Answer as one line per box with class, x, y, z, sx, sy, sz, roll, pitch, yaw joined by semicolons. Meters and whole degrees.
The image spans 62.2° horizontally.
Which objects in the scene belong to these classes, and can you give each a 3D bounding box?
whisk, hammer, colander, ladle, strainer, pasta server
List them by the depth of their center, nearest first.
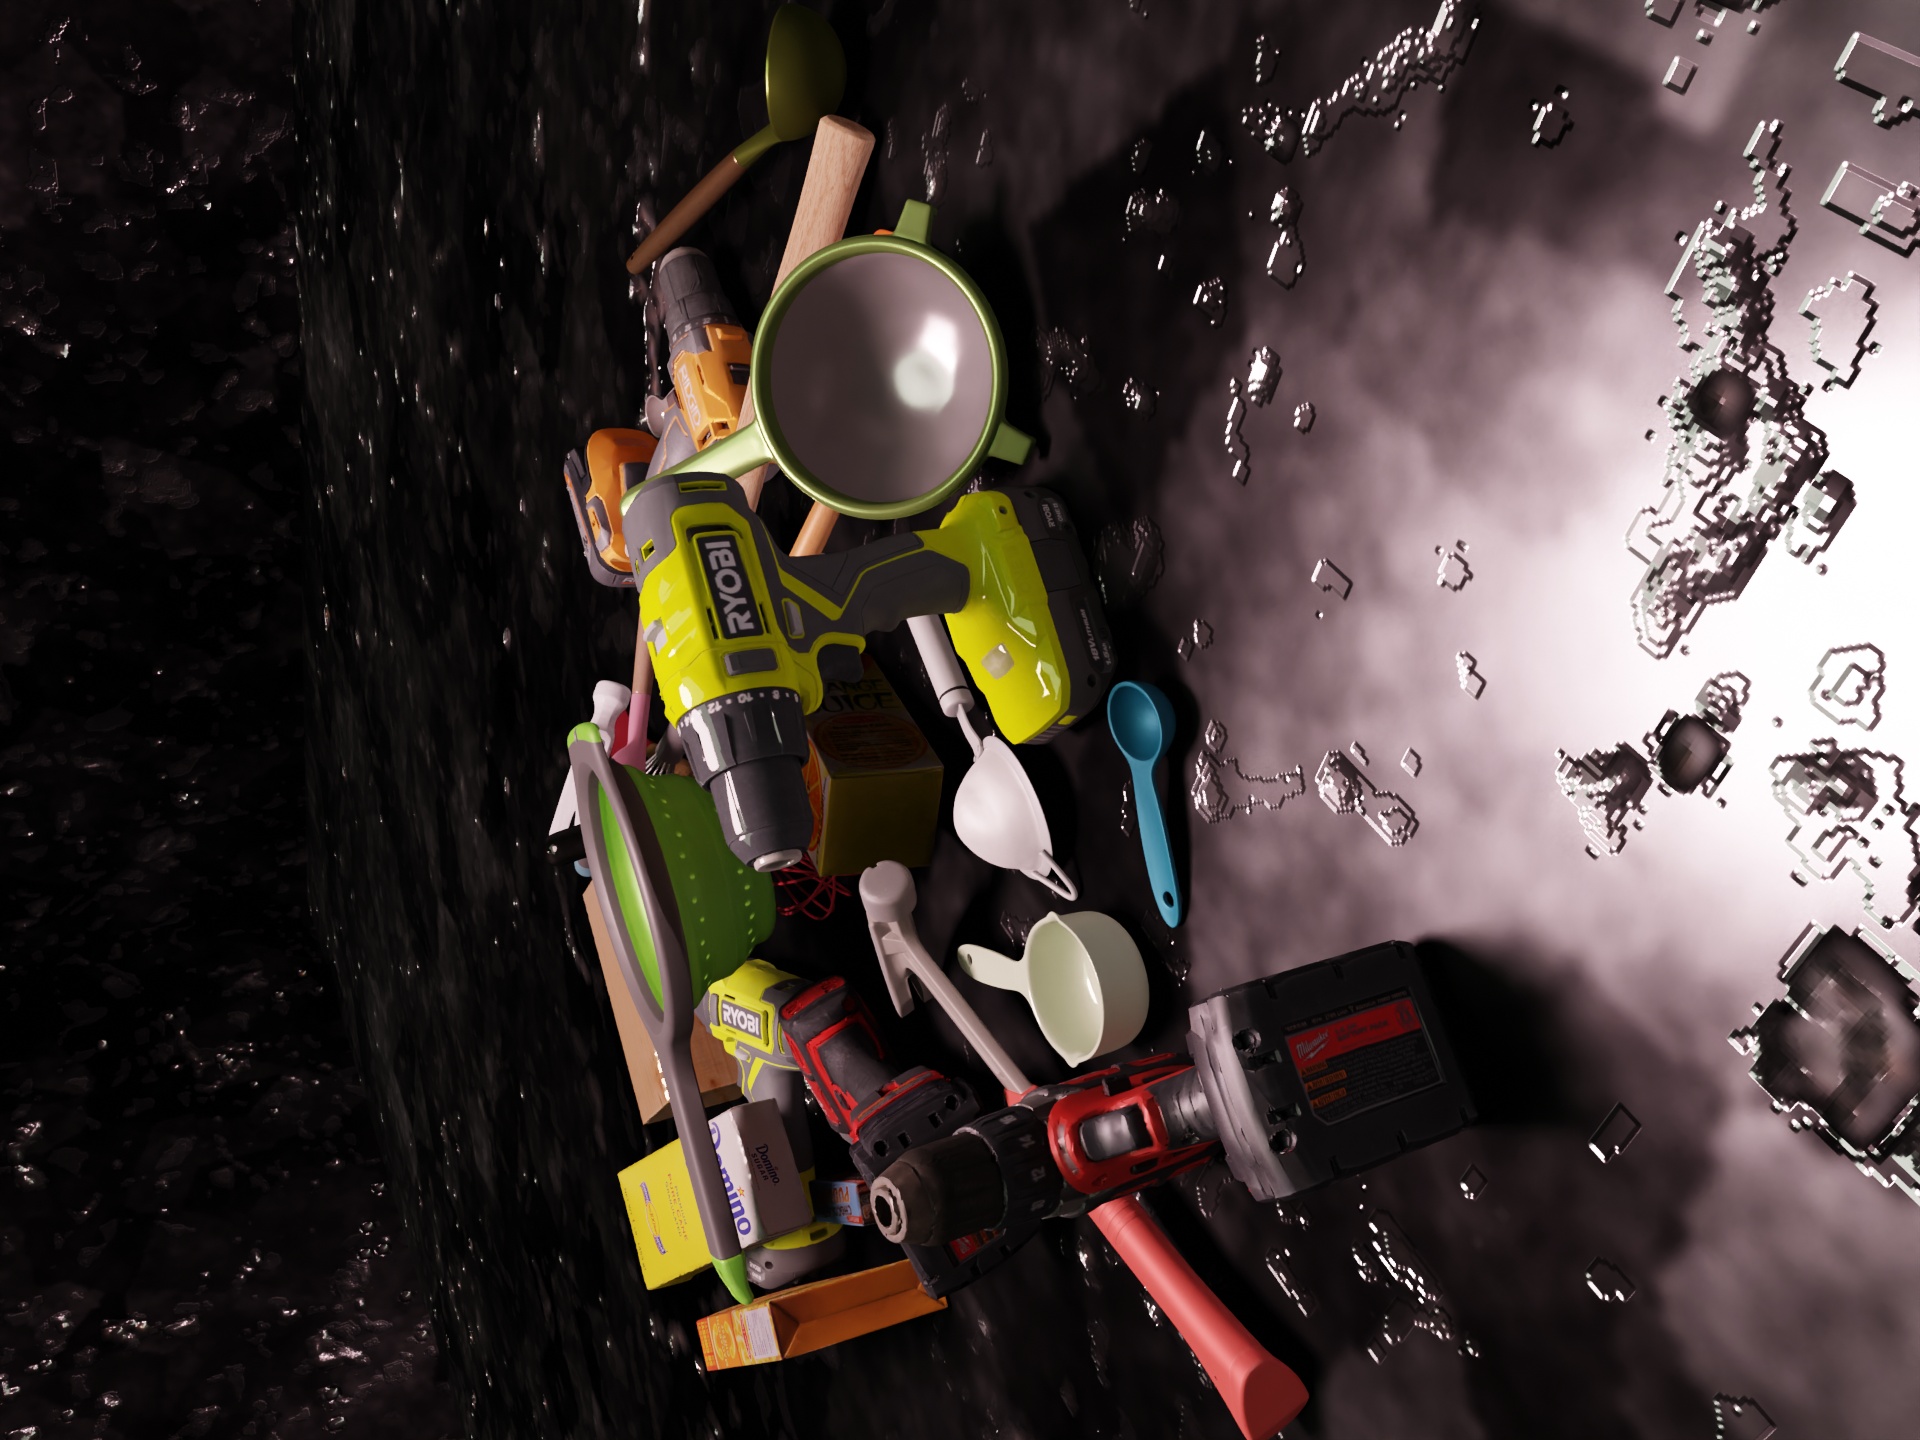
hammer;0.055;0.232;0.865;0.359;0.037;0.149;47;160;37
strainer;-0.081;-0.171;0.906;0.256;0.069;0.151;-23;93;24
strainer;-0.001;-0.003;0.925;0.086;0.050;0.259;103;150;-57
hammer;-0.119;-0.221;1.028;0.130;0.031;0.331;26;119;6
colander;-0.163;0.184;1.061;0.204;0.094;0.397;-10;95;68
ladle;-0.168;-0.372;1.065;0.320;0.062;0.078;-16;58;55
whisk;-0.140;0.097;1.172;0.296;0.073;0.073;-176;79;-66
pasta server;-0.261;-0.048;1.280;0.060;0.040;0.316;65;-151;-79
whisk;-0.239;0.028;1.297;0.239;0.055;0.055;-56;49;31
ladle;-0.255;0.034;1.381;0.316;0.031;0.069;23;118;54
hammer;-0.336;0.080;1.449;0.331;0.033;0.128;122;163;-66

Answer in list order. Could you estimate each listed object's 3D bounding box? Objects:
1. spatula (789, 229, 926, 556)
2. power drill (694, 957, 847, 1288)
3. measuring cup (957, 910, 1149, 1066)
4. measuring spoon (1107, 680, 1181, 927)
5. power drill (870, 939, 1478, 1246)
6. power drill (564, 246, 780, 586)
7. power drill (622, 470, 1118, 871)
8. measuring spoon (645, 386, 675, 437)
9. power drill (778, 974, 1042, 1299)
spatula;-0.087;-0.138;0.978;0.081;0.041;0.322;43;112;47
power drill;-0.153;0.295;1.207;0.171;0.080;0.223;7;101;49
measuring cup;0.049;0.138;0.877;0.168;0.038;0.083;0;98;64
measuring spoon;0.101;0.040;0.787;0.042;0.021;0.128;10;115;58
power drill;0.082;0.173;0.684;0.226;0.187;0.080;-38;66;52
power drill;-0.219;-0.223;1.190;0.226;0.084;0.185;-37;65;47
power drill;-0.041;-0.032;0.791;0.080;0.228;0.191;-41;62;56
measuring spoon;-0.214;-0.255;1.251;0.124;0.018;0.034;-18;90;53
power drill;-0.039;0.254;0.987;0.143;0.078;0.220;65;165;-19
